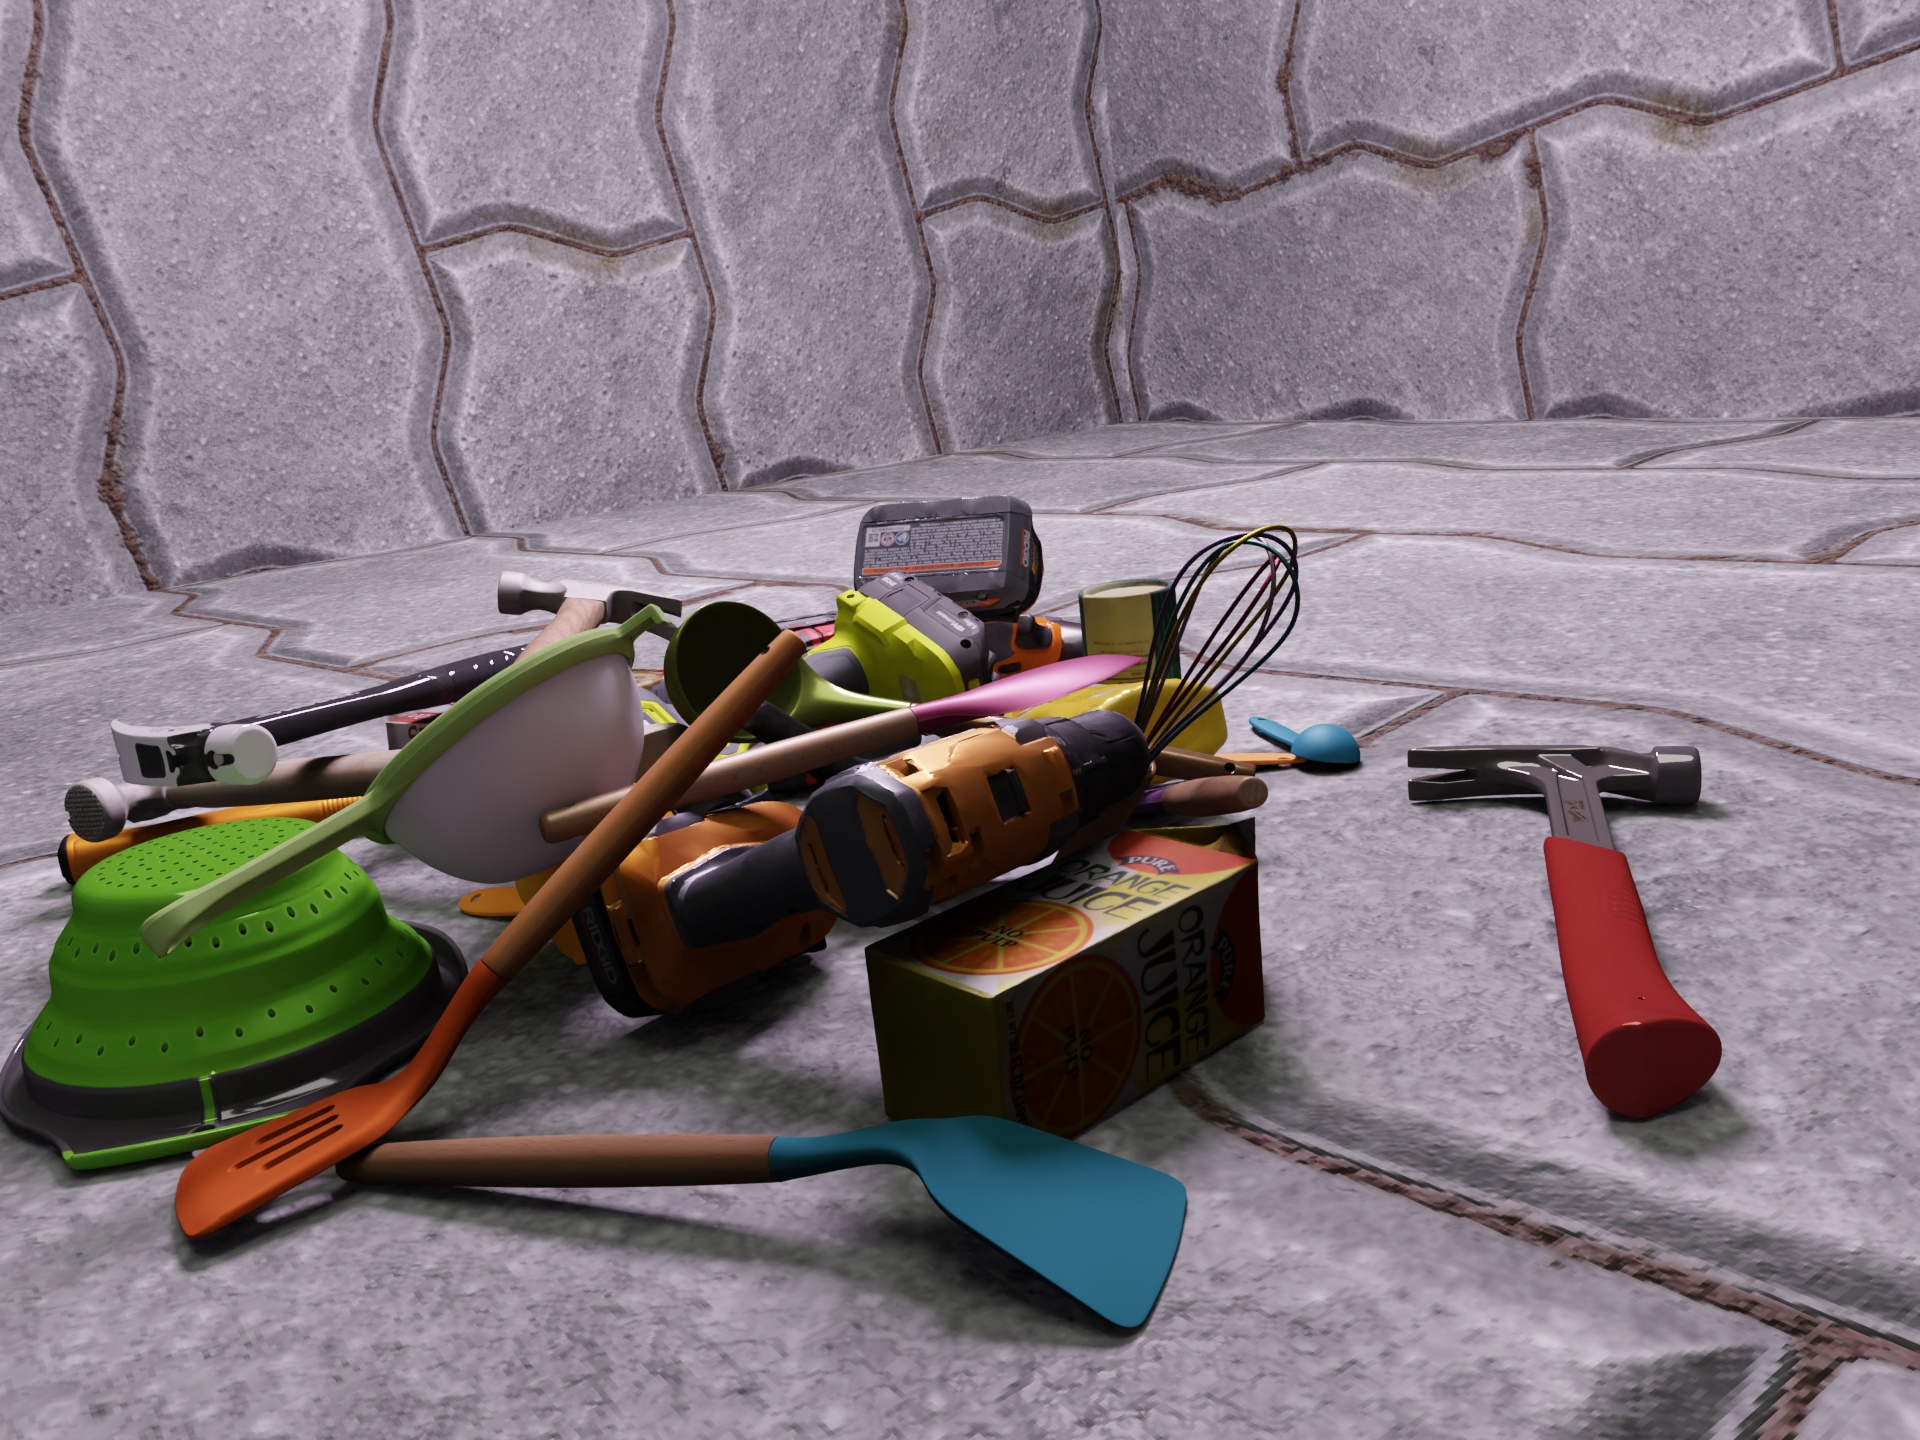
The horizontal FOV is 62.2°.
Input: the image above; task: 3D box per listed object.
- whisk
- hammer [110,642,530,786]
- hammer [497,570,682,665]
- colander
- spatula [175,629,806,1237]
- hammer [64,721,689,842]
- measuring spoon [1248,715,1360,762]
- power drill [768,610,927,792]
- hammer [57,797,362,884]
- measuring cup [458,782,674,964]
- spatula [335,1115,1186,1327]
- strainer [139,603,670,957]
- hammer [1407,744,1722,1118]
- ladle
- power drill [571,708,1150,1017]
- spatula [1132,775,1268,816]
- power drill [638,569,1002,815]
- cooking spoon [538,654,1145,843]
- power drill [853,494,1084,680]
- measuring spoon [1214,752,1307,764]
[{"bbox_3d":[0.092,0.005,0.725,0.051,0.244,0.047,35,43,11],"label":"whisk"},{"bbox_3d":[-0.355,-0.014,0.991,0.146,0.035,0.335,-1,12,31],"label":"hammer"},{"bbox_3d":[-0.247,-0.043,0.984,0.130,0.031,0.331,5,16,-6],"label":"hammer"},{"bbox_3d":[-0.361,0.086,0.809,0.204,0.094,0.397,-10,15,-14],"label":"colander"},{"bbox_3d":[-0.177,0.076,0.640,0.322,0.041,0.081,-49,24,-15],"label":"spatula"},{"bbox_3d":[-0.331,0.028,0.943,0.411,0.038,0.146,-4,11,25],"label":"hammer"},{"bbox_3d":[0.215,0.004,1.017,0.042,0.021,0.129,2,11,-14],"label":"measuring spoon"},{"bbox_3d":[-0.103,-0.012,1.120,0.143,0.078,0.220,-10,18,-11],"label":"power drill"},{"bbox_3d":[-0.406,0.061,1.044,0.337,0.034,0.127,-11,14,-16],"label":"hammer"},{"bbox_3d":[-0.217,0.076,0.830,0.174,0.052,0.095,-7,37,34],"label":"measuring cup"},{"bbox_3d":[-0.085,0.163,0.551,0.317,0.044,0.082,-6,14,20],"label":"spatula"},{"bbox_3d":[-0.225,0.050,0.700,0.256,0.069,0.151,-37,-5,-47],"label":"strainer"},{"bbox_3d":[0.273,0.073,0.713,0.149,0.036,0.359,-1,15,18],"label":"hammer"},{"bbox_3d":[-0.001,-0.003,0.846,0.320,0.078,0.062,10,-23,6],"label":"ladle"},{"bbox_3d":[-0.039,0.053,0.690,0.226,0.084,0.185,-23,-3,41],"label":"power drill"},{"bbox_3d":[0.108,0.039,0.785,0.060,0.018,0.316,-7,-3,-3],"label":"spatula"},{"bbox_3d":[-0.090,0.009,0.932,0.228,0.080,0.191,-29,38,-22],"label":"power drill"},{"bbox_3d":[-0.046,0.007,0.761,0.319,0.017,0.069,-17,7,-28],"label":"cooking spoon"},{"bbox_3d":[0.029,-0.074,1.125,0.164,0.084,0.226,-2,-21,16],"label":"power drill"},{"bbox_3d":[0.157,0.028,0.988,0.117,0.011,0.021,-2,11,2],"label":"measuring spoon"}]
